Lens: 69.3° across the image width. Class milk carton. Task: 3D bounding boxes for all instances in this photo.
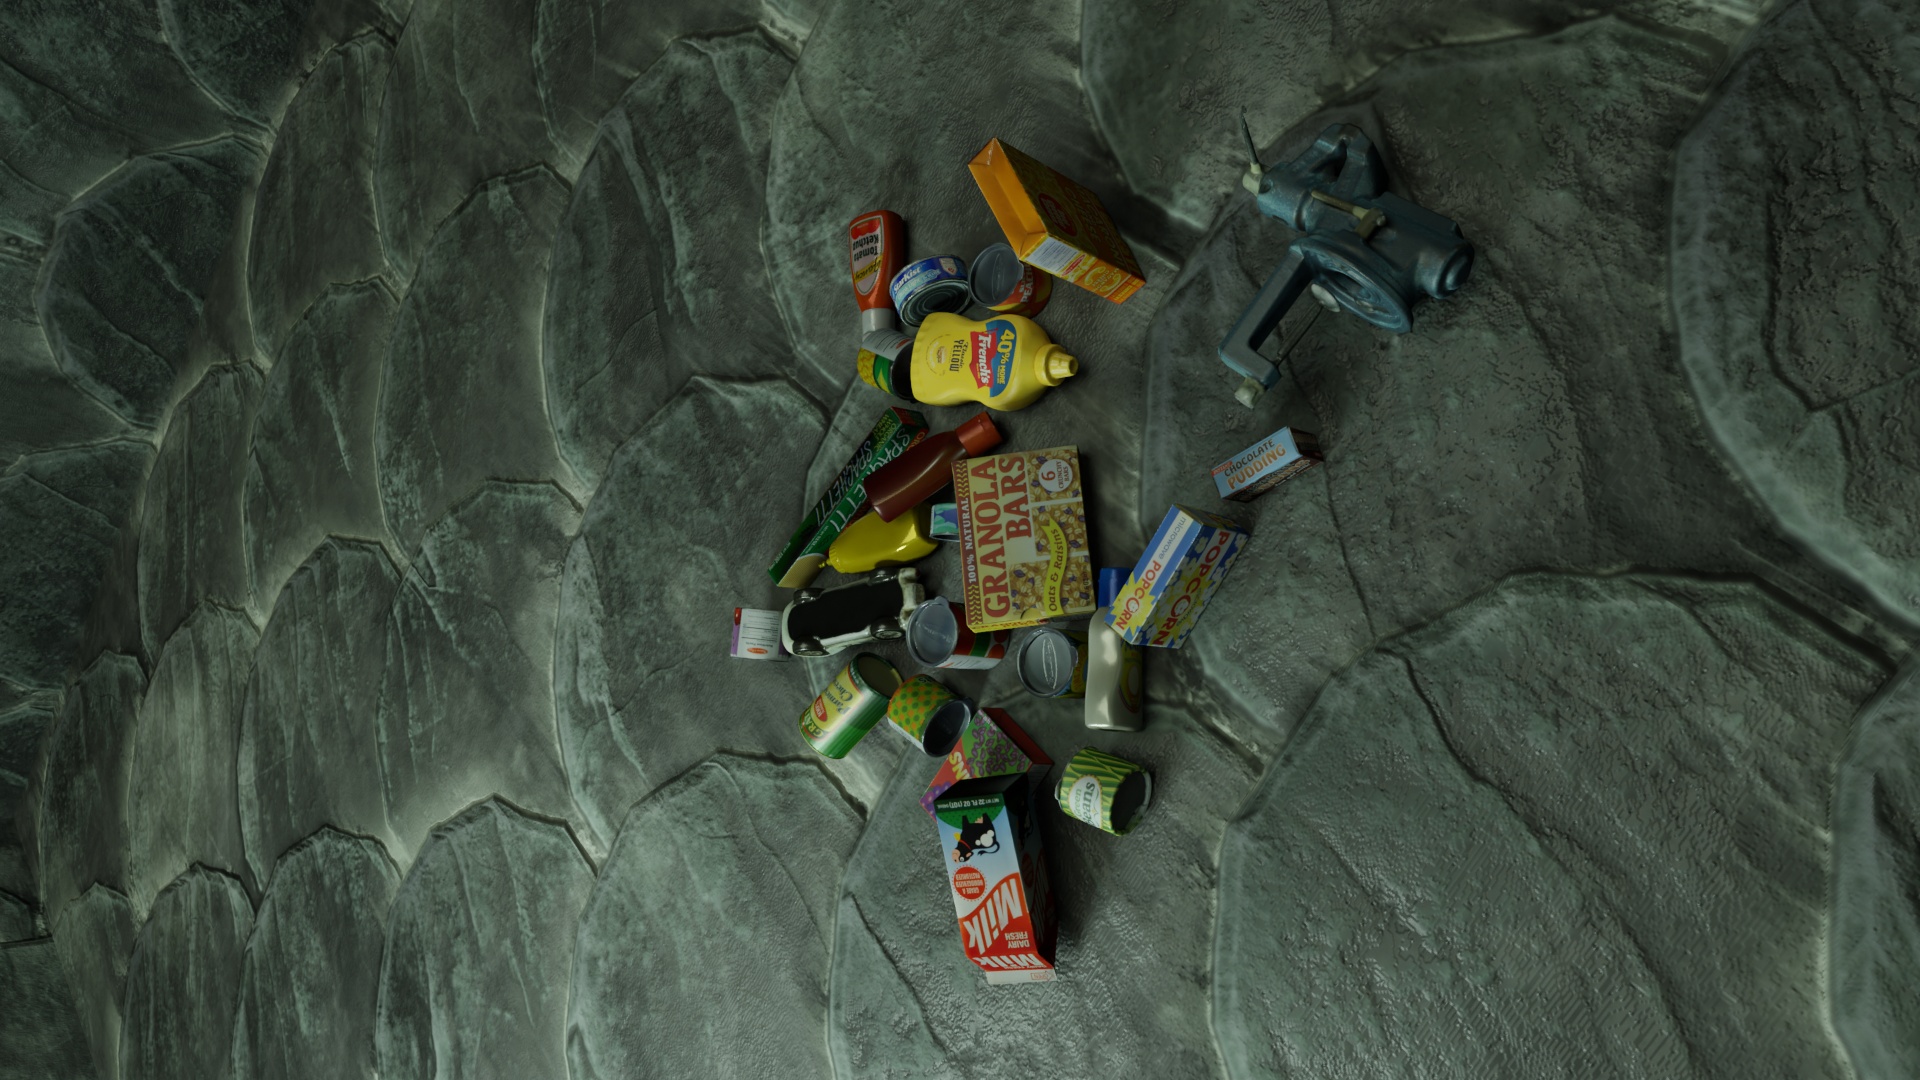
[{"bbox_3d":[0.038,0.319,1.290,0.072,0.073,0.190,-10,93,22],"label":"milk carton"}]

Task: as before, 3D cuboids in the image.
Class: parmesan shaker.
[{"bbox_3d":[-0.116,0.173,1.473,0.102,0.071,0.071,-48,57,24],"label":"parmesan shaker"}]

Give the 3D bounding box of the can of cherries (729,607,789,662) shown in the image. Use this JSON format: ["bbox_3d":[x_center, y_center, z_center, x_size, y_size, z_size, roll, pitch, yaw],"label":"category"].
[{"bbox_3d":[-0.226,0.107,1.575,0.071,0.071,0.058,0,83,40],"label":"can of cherries"}]

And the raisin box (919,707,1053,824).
[{"bbox_3d":[0.024,0.238,1.363,0.086,0.040,0.123,43,109,35],"label":"raisin box"}]

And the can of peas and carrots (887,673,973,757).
[{"bbox_3d":[-0.030,0.174,1.401,0.059,0.071,0.071,31,103,39],"label":"can of peas and carrots"}]

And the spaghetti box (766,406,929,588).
[{"bbox_3d":[-0.125,-0.044,1.524,0.249,0.050,0.029,-51,58,22],"label":"spaghetti box"}]

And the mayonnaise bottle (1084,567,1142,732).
[{"bbox_3d":[0.143,0.100,1.273,0.041,0.065,0.148,-4,77,36],"label":"mayonnaise bottle"}]

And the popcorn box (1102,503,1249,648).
[{"bbox_3d":[0.191,0.033,1.226,0.038,0.085,0.126,40,108,35],"label":"popcorn box"}]

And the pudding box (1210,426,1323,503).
[{"bbox_3d":[0.265,-0.065,1.203,0.083,0.050,0.030,-31,66,32],"label":"pudding box"}]

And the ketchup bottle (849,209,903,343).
[{"bbox_3d":[-0.092,-0.287,1.539,0.064,0.043,0.149,-11,77,38],"label":"ketchup bottle"}]

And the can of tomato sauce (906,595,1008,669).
[{"bbox_3d":[-0.002,0.092,1.378,0.071,0.083,0.071,-7,79,39],"label":"can of tomato sauce"}]

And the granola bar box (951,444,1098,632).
[{"bbox_3d":[0.062,-0.002,1.334,0.124,0.039,0.166,-8,77,8],"label":"granola bar box"}]

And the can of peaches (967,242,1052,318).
[{"bbox_3d":[0.052,-0.261,1.405,0.071,0.058,0.071,-7,78,38],"label":"can of peaches"}]

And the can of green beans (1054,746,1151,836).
[{"bbox_3d":[0.131,0.227,1.258,0.058,0.071,0.071,16,94,40],"label":"can of green beans"}]

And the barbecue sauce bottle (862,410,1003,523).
[{"bbox_3d":[-0.027,-0.079,1.422,0.148,0.043,0.065,-32,36,7],"label":"barbecue sauce bottle"}]

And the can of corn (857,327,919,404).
[{"bbox_3d":[-0.068,-0.188,1.490,0.058,0.071,0.071,27,101,40],"label":"can of corn"}]

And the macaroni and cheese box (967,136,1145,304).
[{"bbox_3d":[0.094,-0.298,1.306,0.040,0.166,0.124,-40,61,28],"label":"macaroni and cheese box"}]

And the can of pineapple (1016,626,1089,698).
[{"bbox_3d":[0.097,0.116,1.309,0.071,0.058,0.071,-7,80,39],"label":"can of pineapple"}]

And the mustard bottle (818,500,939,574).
[{"bbox_3d":[-0.093,0.003,1.490,0.160,0.049,0.065,-20,62,37],"label":"mustard bottle"}]

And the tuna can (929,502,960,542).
[{"bbox_3d":[0.005,-0.018,1.402,0.071,0.071,0.033,-2,82,40],"label":"tuna can"}]
